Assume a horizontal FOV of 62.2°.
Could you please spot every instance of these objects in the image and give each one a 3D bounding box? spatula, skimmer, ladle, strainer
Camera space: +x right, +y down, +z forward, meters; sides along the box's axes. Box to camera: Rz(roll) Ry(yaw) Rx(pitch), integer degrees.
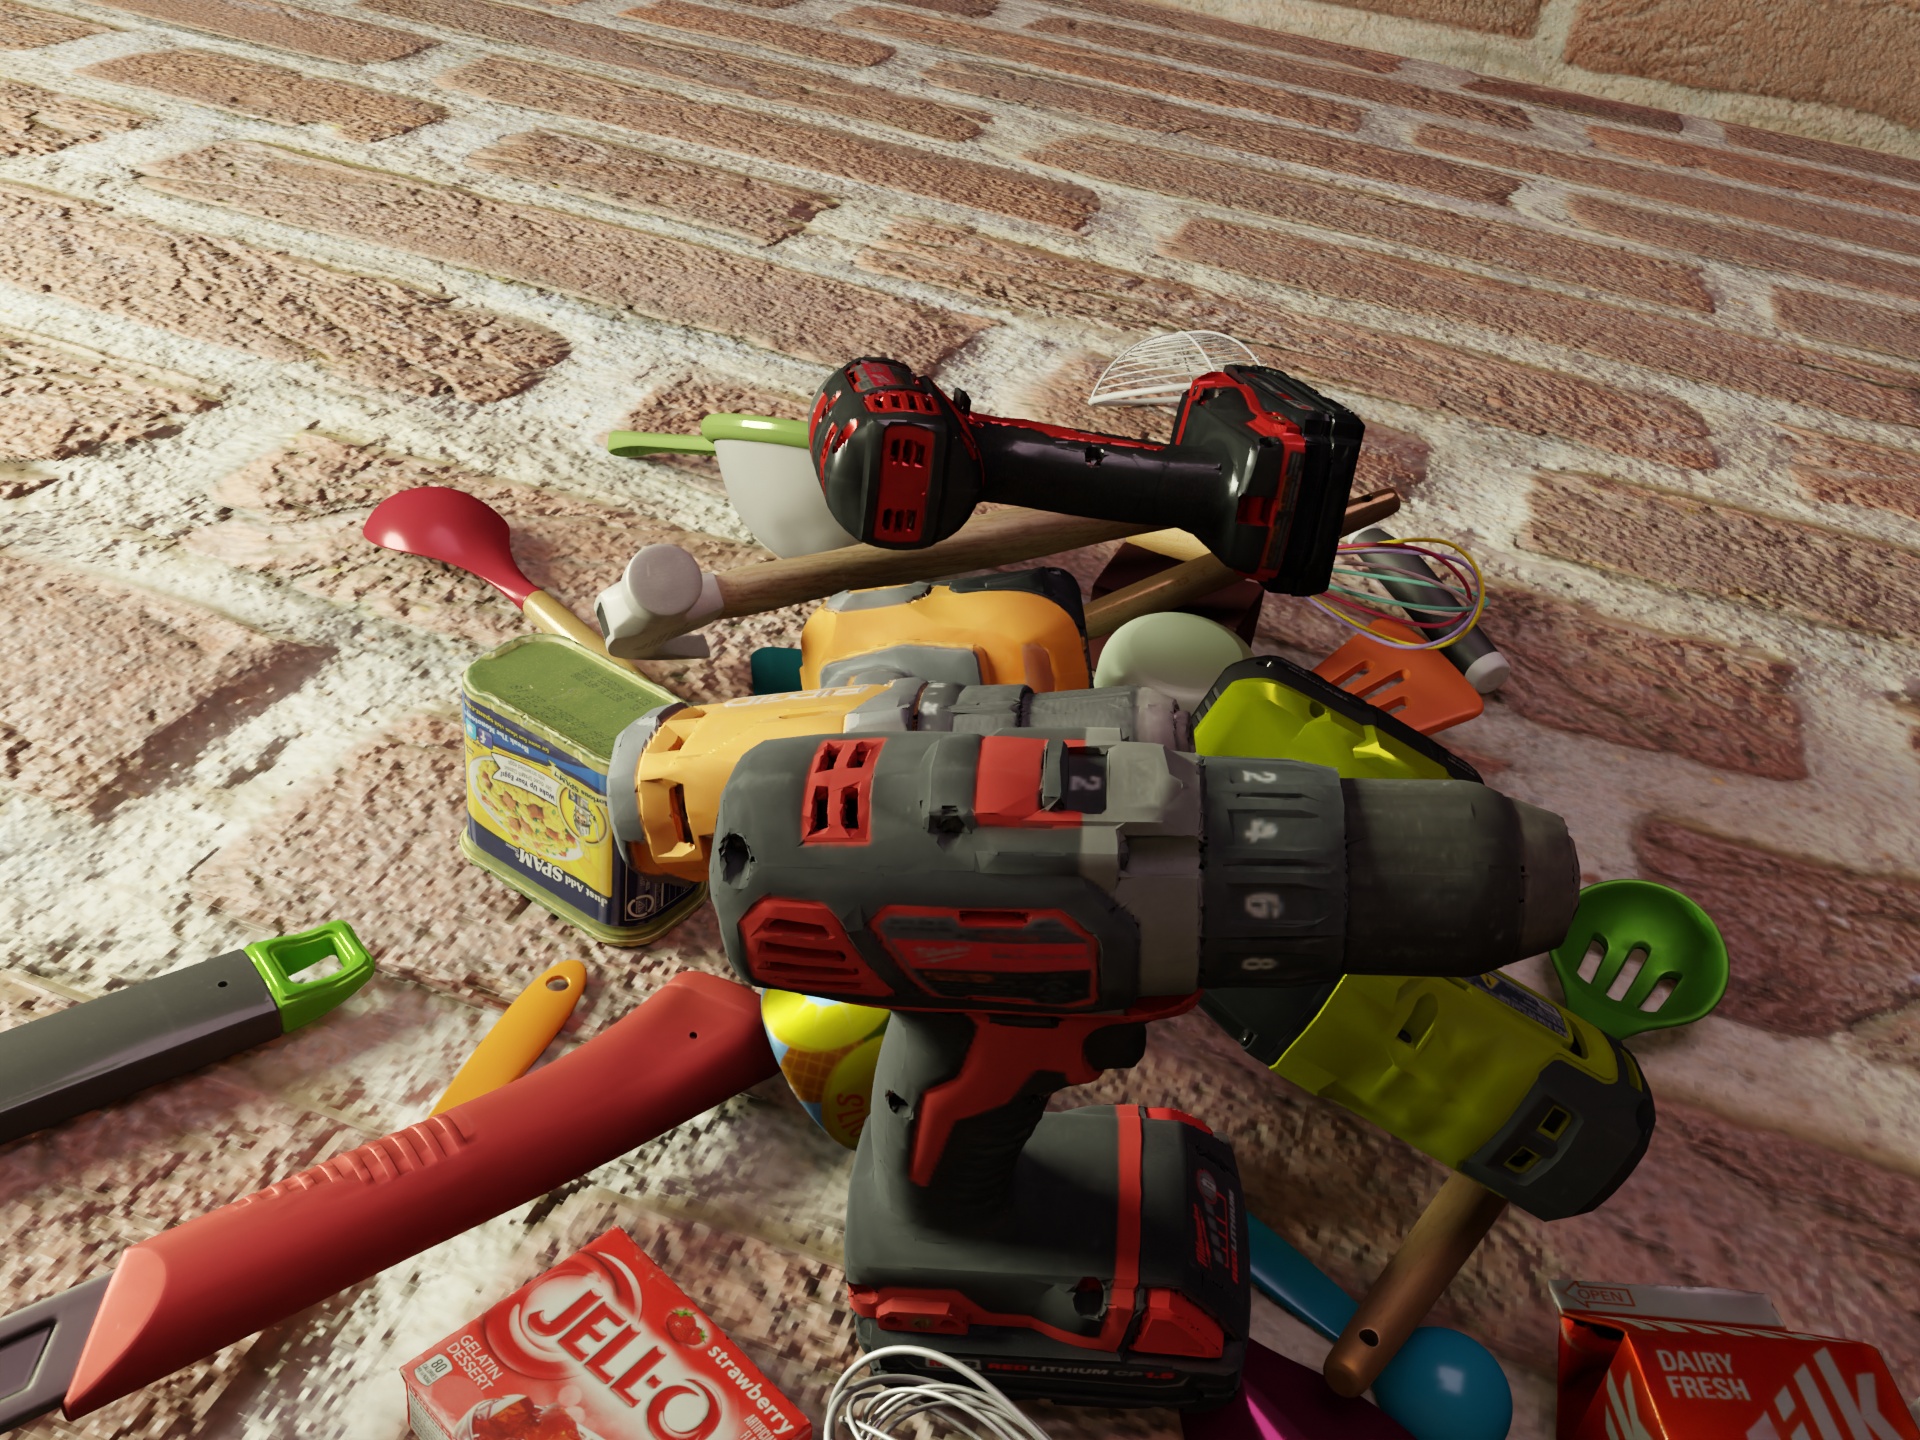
[{"bbox_3d":[0.058,-0.053,0.752,0.317,0.044,0.082,-22,41,0],"label":"spatula"},{"bbox_3d":[0.200,-0.126,0.961,0.127,0.090,0.364,-8,48,-27],"label":"skimmer"},{"bbox_3d":[-0.189,-0.042,0.755,0.069,0.031,0.316,-22,46,-40],"label":"ladle"},{"bbox_3d":[0.090,0.009,0.729,0.322,0.041,0.081,-10,42,-24],"label":"spatula"},{"bbox_3d":[-0.106,-0.119,0.857,0.256,0.069,0.151,11,3,37],"label":"strainer"}]

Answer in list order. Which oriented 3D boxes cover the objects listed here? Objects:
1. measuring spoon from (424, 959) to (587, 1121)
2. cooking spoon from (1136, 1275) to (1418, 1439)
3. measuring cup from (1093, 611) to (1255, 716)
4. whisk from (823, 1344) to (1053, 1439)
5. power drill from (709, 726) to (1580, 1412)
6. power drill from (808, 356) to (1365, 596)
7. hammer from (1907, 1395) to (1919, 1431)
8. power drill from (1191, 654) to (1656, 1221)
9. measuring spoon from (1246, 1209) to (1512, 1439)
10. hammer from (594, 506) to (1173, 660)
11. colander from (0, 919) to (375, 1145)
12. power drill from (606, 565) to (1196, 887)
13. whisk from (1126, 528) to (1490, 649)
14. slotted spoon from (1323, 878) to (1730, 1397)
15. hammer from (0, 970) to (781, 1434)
[{"bbox_3d":[-0.160,0.117,0.542,0.021,0.011,0.117,17,35,12],"label":"measuring spoon"},{"bbox_3d":[0.043,0.163,0.515,0.068,0.017,0.319,-22,44,-31],"label":"cooking spoon"},{"bbox_3d":[0.137,-0.001,0.701,0.168,0.038,0.083,23,44,21],"label":"measuring cup"},{"bbox_3d":[0.069,0.233,0.390,0.246,0.059,0.057,25,12,21],"label":"whisk"},{"bbox_3d":[0.044,0.091,0.411,0.188,0.226,0.080,1,43,6],"label":"power drill"},{"bbox_3d":[0.044,-0.113,0.678,0.219,0.078,0.143,3,23,-13],"label":"power drill"},{"bbox_3d":[0.432,0.220,0.508,0.334,0.035,0.146,-17,43,-32],"label":"hammer"},{"bbox_3d":[0.135,0.059,0.563,0.171,0.080,0.223,30,20,-4],"label":"power drill"},{"bbox_3d":[0.117,0.180,0.504,0.129,0.021,0.042,34,41,29],"label":"measuring spoon"},{"bbox_3d":[-0.009,-0.080,0.751,0.331,0.031,0.130,-14,-4,-24],"label":"hammer"},{"bbox_3d":[-0.361,0.110,0.434,0.397,0.094,0.205,-20,44,-35],"label":"colander"},{"bbox_3d":[-0.001,-0.002,0.582,0.185,0.084,0.226,-6,12,14],"label":"power drill"},{"bbox_3d":[0.173,-0.084,0.830,0.051,0.047,0.245,-25,28,-28],"label":"whisk"},{"bbox_3d":[0.204,0.137,0.567,0.070,0.031,0.314,29,36,28],"label":"slotted spoon"},{"bbox_3d":[-0.192,0.158,0.434,0.359,0.036,0.149,-18,67,-41],"label":"hammer"}]
